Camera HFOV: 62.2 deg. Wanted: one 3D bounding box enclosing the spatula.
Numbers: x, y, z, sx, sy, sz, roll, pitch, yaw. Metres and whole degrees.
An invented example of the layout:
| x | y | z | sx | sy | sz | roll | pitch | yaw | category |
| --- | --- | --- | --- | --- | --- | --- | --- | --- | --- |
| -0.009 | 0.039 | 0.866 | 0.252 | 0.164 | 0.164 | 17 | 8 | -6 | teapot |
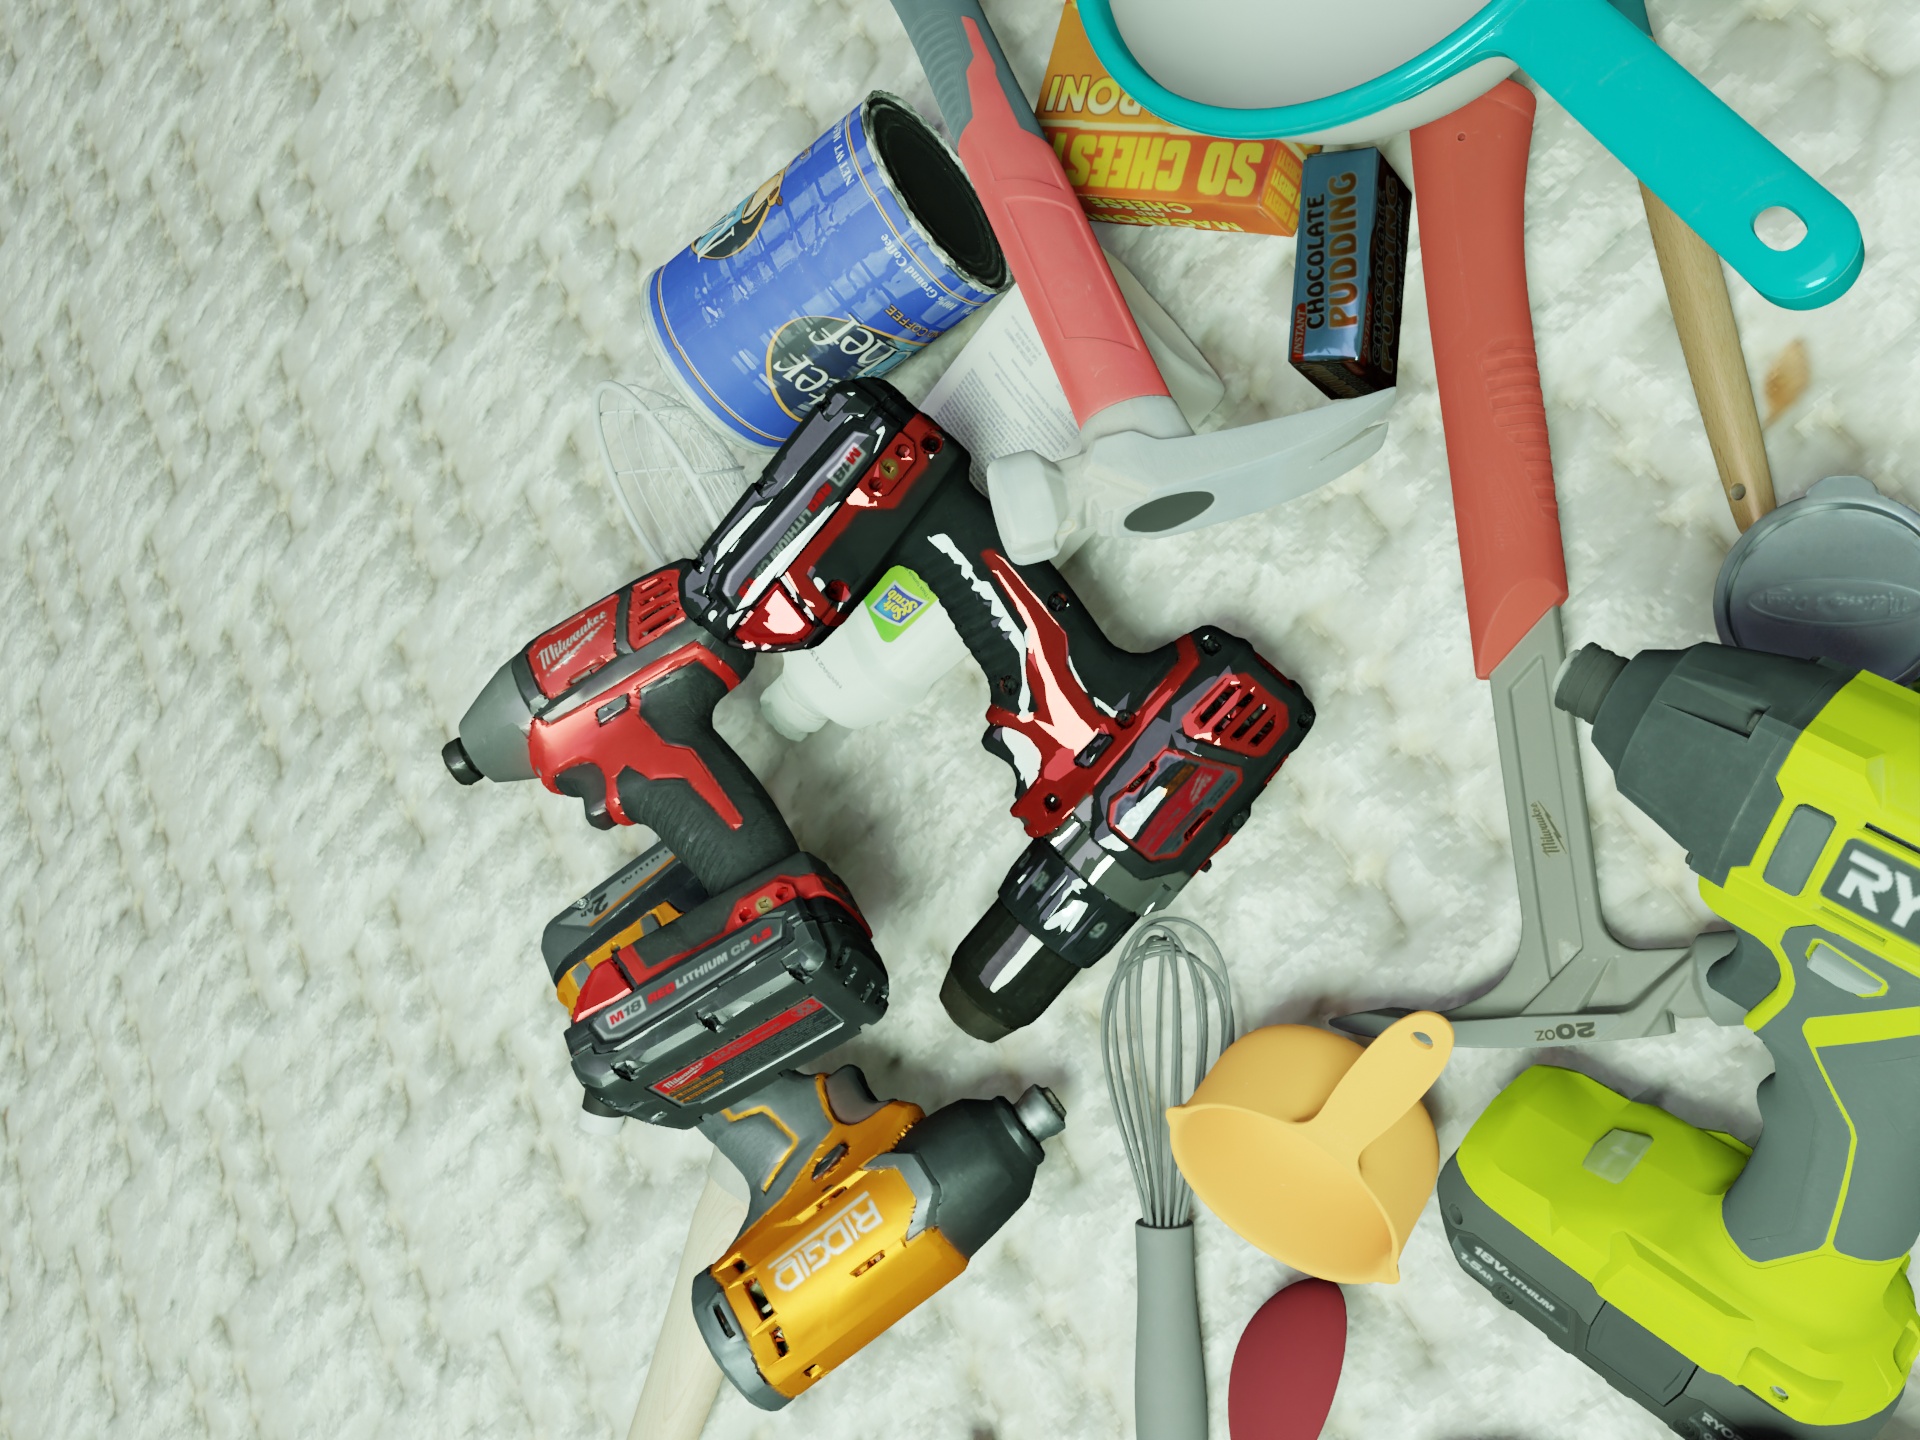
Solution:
| x | y | z | sx | sy | sz | roll | pitch | yaw | category |
| --- | --- | --- | --- | --- | --- | --- | --- | --- | --- |
| 0.236 | -0.216 | 0.566 | 0.082 | 0.044 | 0.318 | -30 | 67 | 60 | spatula |

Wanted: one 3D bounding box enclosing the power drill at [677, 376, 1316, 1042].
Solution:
| x | y | z | sx | sy | sz | roll | pitch | yaw | category |
| --- | --- | --- | --- | --- | --- | --- | --- | --- | --- |
| -0.001 | -0.002 | 0.621 | 0.226 | 0.080 | 0.188 | 40 | 97 | -1 | power drill |

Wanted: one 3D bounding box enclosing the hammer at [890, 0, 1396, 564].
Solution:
| x | y | z | sx | sy | sz | roll | pitch | yaw | category |
| --- | --- | --- | --- | --- | --- | --- | --- | --- | --- |
| 0.033 | -0.231 | 0.639 | 0.143 | 0.038 | 0.387 | -15 | 59 | -5 | hammer |

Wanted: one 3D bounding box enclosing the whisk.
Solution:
| x | y | z | sx | sy | sz | roll | pitch | yaw | category |
| --- | --- | --- | --- | --- | --- | --- | --- | --- | --- |
| 0.082 | 0.196 | 0.615 | 0.055 | 0.055 | 0.239 | -3 | 86 | 33 | whisk |

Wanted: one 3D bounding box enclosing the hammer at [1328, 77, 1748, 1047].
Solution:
| x | y | z | sx | sy | sz | roll | pitch | yaw | category |
| --- | --- | --- | --- | --- | --- | --- | --- | --- | --- |
| 0.190 | -0.065 | 0.578 | 0.149 | 0.036 | 0.359 | -11 | 79 | 32 | hammer |

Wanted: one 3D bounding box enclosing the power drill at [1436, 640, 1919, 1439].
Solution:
| x | y | z | sx | sy | sz | roll | pitch | yaw | category |
| --- | --- | --- | --- | --- | --- | --- | --- | --- | --- |
| 0.223 | 0.092 | 0.447 | 0.171 | 0.080 | 0.223 | 33 | 134 | 32 | power drill |

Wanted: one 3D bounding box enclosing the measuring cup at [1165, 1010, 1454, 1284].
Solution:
| x | y | z | sx | sy | sz | roll | pitch | yaw | category |
| --- | --- | --- | --- | --- | --- | --- | --- | --- | --- |
| 0.133 | 0.125 | 0.533 | 0.095 | 0.052 | 0.173 | 35 | 143 | 14 | measuring cup |

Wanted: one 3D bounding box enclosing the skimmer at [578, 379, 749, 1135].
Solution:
| x | y | z | sx | sy | sz | roll | pitch | yaw | category |
| --- | --- | --- | --- | --- | --- | --- | --- | --- | --- |
| -0.168 | 0.023 | 0.776 | 0.127 | 0.090 | 0.363 | 16 | 95 | 58 | skimmer |

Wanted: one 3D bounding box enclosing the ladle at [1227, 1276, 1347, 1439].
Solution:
| x | y | z | sx | sy | sz | roll | pitch | yaw | category |
| --- | --- | --- | --- | --- | --- | --- | --- | --- | --- |
| 0.094 | 0.355 | 0.585 | 0.031 | 0.069 | 0.315 | 10 | 95 | -4 | ladle |

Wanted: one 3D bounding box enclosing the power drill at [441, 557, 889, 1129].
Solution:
| x | y | z | sx | sy | sz | roll | pitch | yaw | category |
| --- | --- | --- | --- | --- | --- | --- | --- | --- | --- |
| -0.129 | 0.046 | 0.654 | 0.143 | 0.078 | 0.220 | -29 | 59 | 2 | power drill |

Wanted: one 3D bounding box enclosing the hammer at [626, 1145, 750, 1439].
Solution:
| x | y | z | sx | sy | sz | roll | pitch | yaw | category |
| --- | --- | --- | --- | --- | --- | --- | --- | --- | --- |
| -0.157 | 0.365 | 0.754 | 0.146 | 0.038 | 0.410 | 21 | 95 | 35 | hammer |

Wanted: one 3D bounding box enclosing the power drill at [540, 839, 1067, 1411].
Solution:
| x | y | z | sx | sy | sz | roll | pitch | yaw | category |
| --- | --- | --- | --- | --- | --- | --- | --- | --- | --- |
| -0.068 | 0.145 | 0.675 | 0.164 | 0.084 | 0.227 | -36 | 57 | -2 | power drill |

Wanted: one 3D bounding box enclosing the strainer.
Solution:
| x | y | z | sx | sy | sz | roll | pitch | yaw | category |
| --- | --- | --- | --- | --- | --- | --- | --- | --- | --- |
| 0.178 | -0.239 | 0.527 | 0.211 | 0.095 | 0.341 | -43 | 59 | 23 | strainer |
